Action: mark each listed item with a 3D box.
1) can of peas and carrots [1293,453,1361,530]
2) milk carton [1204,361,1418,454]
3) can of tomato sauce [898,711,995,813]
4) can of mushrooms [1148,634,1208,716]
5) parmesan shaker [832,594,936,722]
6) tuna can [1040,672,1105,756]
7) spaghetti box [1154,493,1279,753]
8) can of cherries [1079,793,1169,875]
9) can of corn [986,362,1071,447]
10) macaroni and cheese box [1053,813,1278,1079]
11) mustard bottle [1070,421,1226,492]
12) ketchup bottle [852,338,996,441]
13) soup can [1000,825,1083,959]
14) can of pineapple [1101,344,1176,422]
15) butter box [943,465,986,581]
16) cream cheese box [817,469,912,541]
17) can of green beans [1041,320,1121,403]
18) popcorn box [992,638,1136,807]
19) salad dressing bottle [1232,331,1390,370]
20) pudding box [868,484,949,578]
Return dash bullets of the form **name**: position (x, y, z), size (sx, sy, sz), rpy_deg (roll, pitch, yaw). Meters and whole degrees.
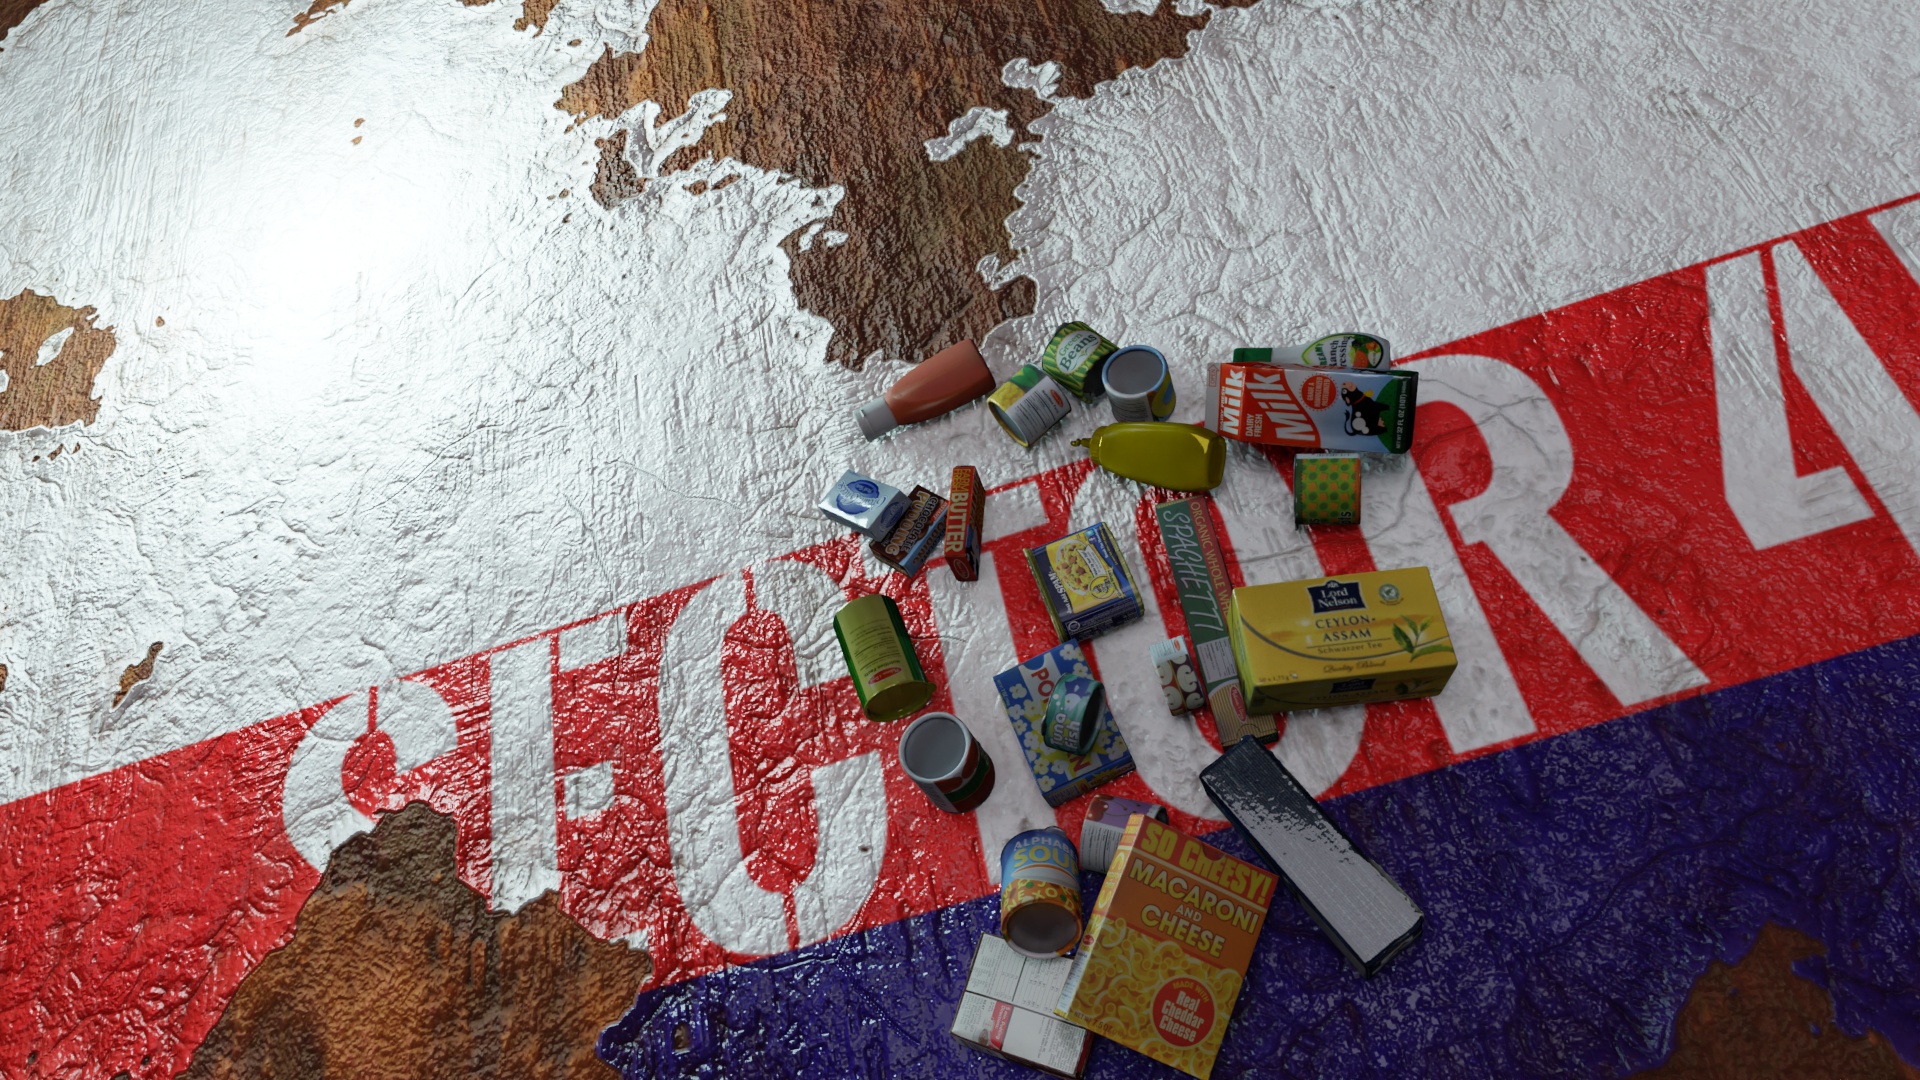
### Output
- **can of peas and carrots**: position (0.335, -0.044, 1.266), size (0.059, 0.070, 0.071), rpy_deg (0, 61, 17)
- **milk carton**: position (0.323, -0.127, 1.296), size (0.190, 0.074, 0.072), rpy_deg (6, 103, 22)
- **can of tomato sauce**: position (-0.010, 0.194, 1.224), size (0.071, 0.082, 0.071), rpy_deg (-8, 60, 14)
- **can of mushrooms**: position (0.191, 0.121, 1.216), size (0.033, 0.070, 0.071), rpy_deg (-19, 57, 6)
- **parmesan shaker**: position (-0.072, 0.109, 1.304), size (0.071, 0.071, 0.103), rpy_deg (-25, 56, 2)
- **tuna can**: position (0.096, 0.149, 1.178), size (0.033, 0.071, 0.071), rpy_deg (14, 66, 23)
- **spaghetti box**: position (0.229, 0.070, 1.254), size (0.050, 0.028, 0.251), rpy_deg (-16, 58, 8)
- **can of cherries**: position (0.137, 0.248, 1.160), size (0.058, 0.071, 0.072), rpy_deg (8, 64, 22)
- **can of corn**: position (0.068, -0.136, 1.404), size (0.058, 0.071, 0.071), rpy_deg (-41, 58, -8)
- **macaroni and cheese box**: position (0.162, 0.315, 1.083), size (0.124, 0.040, 0.167), rpy_deg (26, 75, -6)
- **mustard bottle**: position (0.177, -0.087, 1.342), size (0.160, 0.049, 0.065), rpy_deg (13, 101, 36)
- **ketchup bottle**: position (-0.040, -0.154, 1.460), size (0.149, 0.043, 0.065), rpy_deg (-28, 56, 1)
- **soup can**: position (0.067, 0.286, 1.135), size (0.071, 0.071, 0.084), rpy_deg (-15, 27, 9)
- **can of pineapple**: position (0.178, -0.154, 1.383), size (0.071, 0.057, 0.071), rpy_deg (-8, 59, 13)
- **butter box**: position (0.005, -0.017, 1.360), size (0.024, 0.053, 0.104), rpy_deg (-2, 61, 14)
- **cream cheese box**: position (-0.097, -0.036, 1.400), size (0.053, 0.024, 0.104), rpy_deg (-52, 37, -12)
- **can of green beans**: position (0.126, -0.181, 1.410), size (0.071, 0.071, 0.058), rpy_deg (-43, 58, -9)
- **popcorn box**: position (0.092, 0.162, 1.238), size (0.085, 0.038, 0.127), rpy_deg (-26, 57, 3)
- **salad dressing bottle**: position (0.340, -0.170, 1.349), size (0.147, 0.044, 0.064), rpy_deg (1, 69, 18)
- **pudding box**: position (-0.046, -0.009, 1.385), size (0.050, 0.030, 0.084), rpy_deg (30, 74, 29)
